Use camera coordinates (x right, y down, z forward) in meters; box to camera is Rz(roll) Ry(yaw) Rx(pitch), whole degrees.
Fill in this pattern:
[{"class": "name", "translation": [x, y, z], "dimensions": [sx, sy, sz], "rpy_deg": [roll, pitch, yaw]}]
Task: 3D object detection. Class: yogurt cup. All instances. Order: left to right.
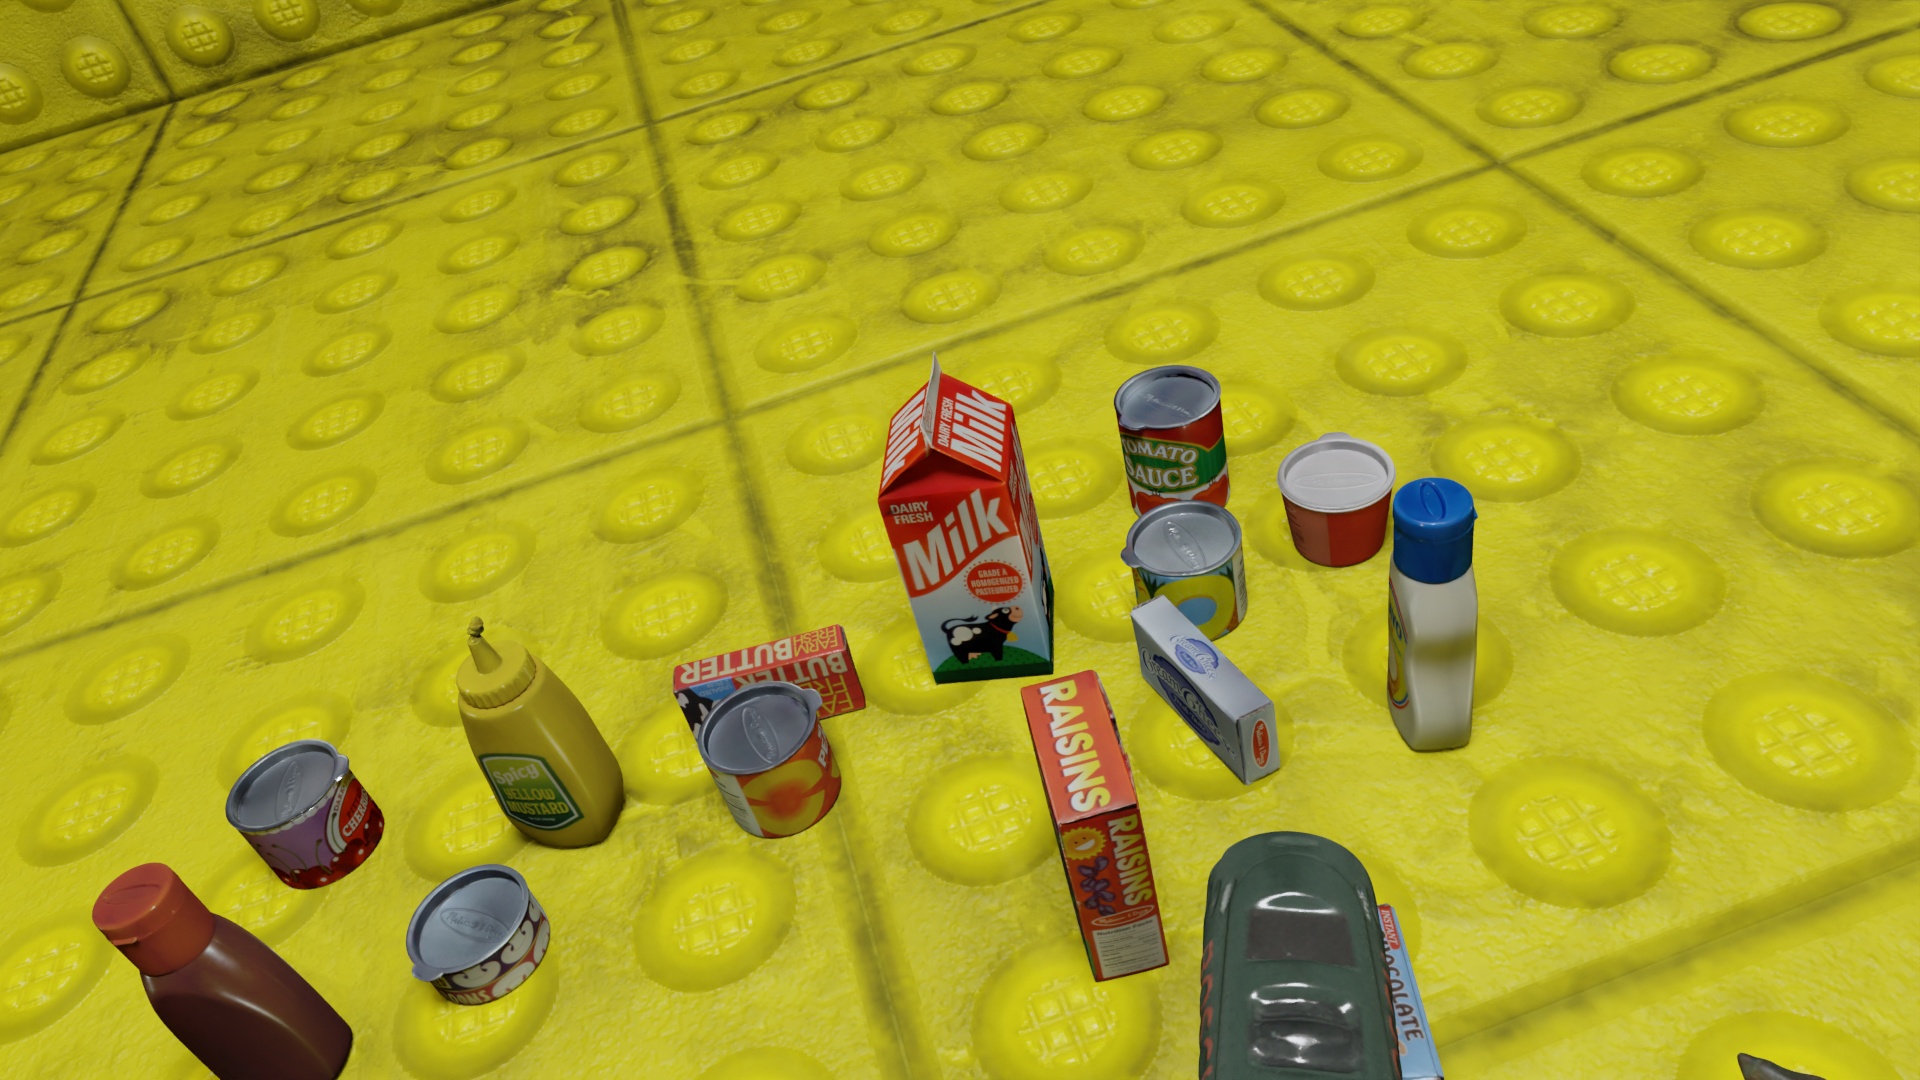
[{"class": "yogurt cup", "translation": [0.227, -0.021, 0.836], "dimensions": [0.072, 0.053, 0.073], "rpy_deg": [-9, 40, 7]}]

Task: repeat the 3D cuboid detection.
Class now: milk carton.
[{"class": "milk carton", "translation": [0.003, -0.010, 0.785], "dimensions": [0.073, 0.189, 0.073], "rpy_deg": [-7, 40, 11]}]

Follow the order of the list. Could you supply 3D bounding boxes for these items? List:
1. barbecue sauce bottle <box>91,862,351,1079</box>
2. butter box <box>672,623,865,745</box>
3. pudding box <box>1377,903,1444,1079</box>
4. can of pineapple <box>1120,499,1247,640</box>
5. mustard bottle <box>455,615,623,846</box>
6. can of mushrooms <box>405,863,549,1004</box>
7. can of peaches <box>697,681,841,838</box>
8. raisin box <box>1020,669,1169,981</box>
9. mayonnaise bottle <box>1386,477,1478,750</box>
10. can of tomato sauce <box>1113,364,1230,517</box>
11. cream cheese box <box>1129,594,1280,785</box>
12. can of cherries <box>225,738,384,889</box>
[{"class": "barbecue sauce bottle", "translation": [-0.356, 0.213, 0.666], "dimensions": [0.065, 0.147, 0.044], "rpy_deg": [-10, 39, 7]}, {"class": "butter box", "translation": [-0.111, 0.086, 0.815], "dimensions": [0.103, 0.053, 0.024], "rpy_deg": [-15, 39, 0]}, {"class": "pudding box", "translation": [0.179, 0.203, 0.588], "dimensions": [0.030, 0.049, 0.084], "rpy_deg": [-9, 40, 7]}, {"class": "can of pineapple", "translation": [0.132, 0.019, 0.815], "dimensions": [0.071, 0.057, 0.071], "rpy_deg": [-9, 40, 8]}, {"class": "mustard bottle", "translation": [-0.235, 0.102, 0.752], "dimensions": [0.065, 0.159, 0.049], "rpy_deg": [-3, 41, 14]}, {"class": "can of mushrooms", "translation": [-0.254, 0.209, 0.730], "dimensions": [0.071, 0.033, 0.071], "rpy_deg": [-9, 40, 7]}, {"class": "can of peaches", "translation": [-0.102, 0.120, 0.768], "dimensions": [0.071, 0.057, 0.071], "rpy_deg": [-9, 40, 8]}, {"class": "raisin box", "translation": [0.063, 0.134, 0.649], "dimensions": [0.040, 0.122, 0.086], "rpy_deg": [-14, 39, 1]}, {"class": "mayonnaise bottle", "translation": [0.234, 0.036, 0.692], "dimensions": [0.041, 0.147, 0.065], "rpy_deg": [-8, 40, 8]}, {"class": "can of tomato sauce", "translation": [0.135, -0.058, 0.885], "dimensions": [0.071, 0.082, 0.071], "rpy_deg": [-9, 40, 8]}, {"class": "cream cheese box", "translation": [0.130, 0.079, 0.747], "dimensions": [0.024, 0.053, 0.104], "rpy_deg": [-26, 40, -13]}, {"class": "can of cherries", "translation": [-0.378, 0.159, 0.809], "dimensions": [0.071, 0.058, 0.072], "rpy_deg": [-9, 40, 8]}]
